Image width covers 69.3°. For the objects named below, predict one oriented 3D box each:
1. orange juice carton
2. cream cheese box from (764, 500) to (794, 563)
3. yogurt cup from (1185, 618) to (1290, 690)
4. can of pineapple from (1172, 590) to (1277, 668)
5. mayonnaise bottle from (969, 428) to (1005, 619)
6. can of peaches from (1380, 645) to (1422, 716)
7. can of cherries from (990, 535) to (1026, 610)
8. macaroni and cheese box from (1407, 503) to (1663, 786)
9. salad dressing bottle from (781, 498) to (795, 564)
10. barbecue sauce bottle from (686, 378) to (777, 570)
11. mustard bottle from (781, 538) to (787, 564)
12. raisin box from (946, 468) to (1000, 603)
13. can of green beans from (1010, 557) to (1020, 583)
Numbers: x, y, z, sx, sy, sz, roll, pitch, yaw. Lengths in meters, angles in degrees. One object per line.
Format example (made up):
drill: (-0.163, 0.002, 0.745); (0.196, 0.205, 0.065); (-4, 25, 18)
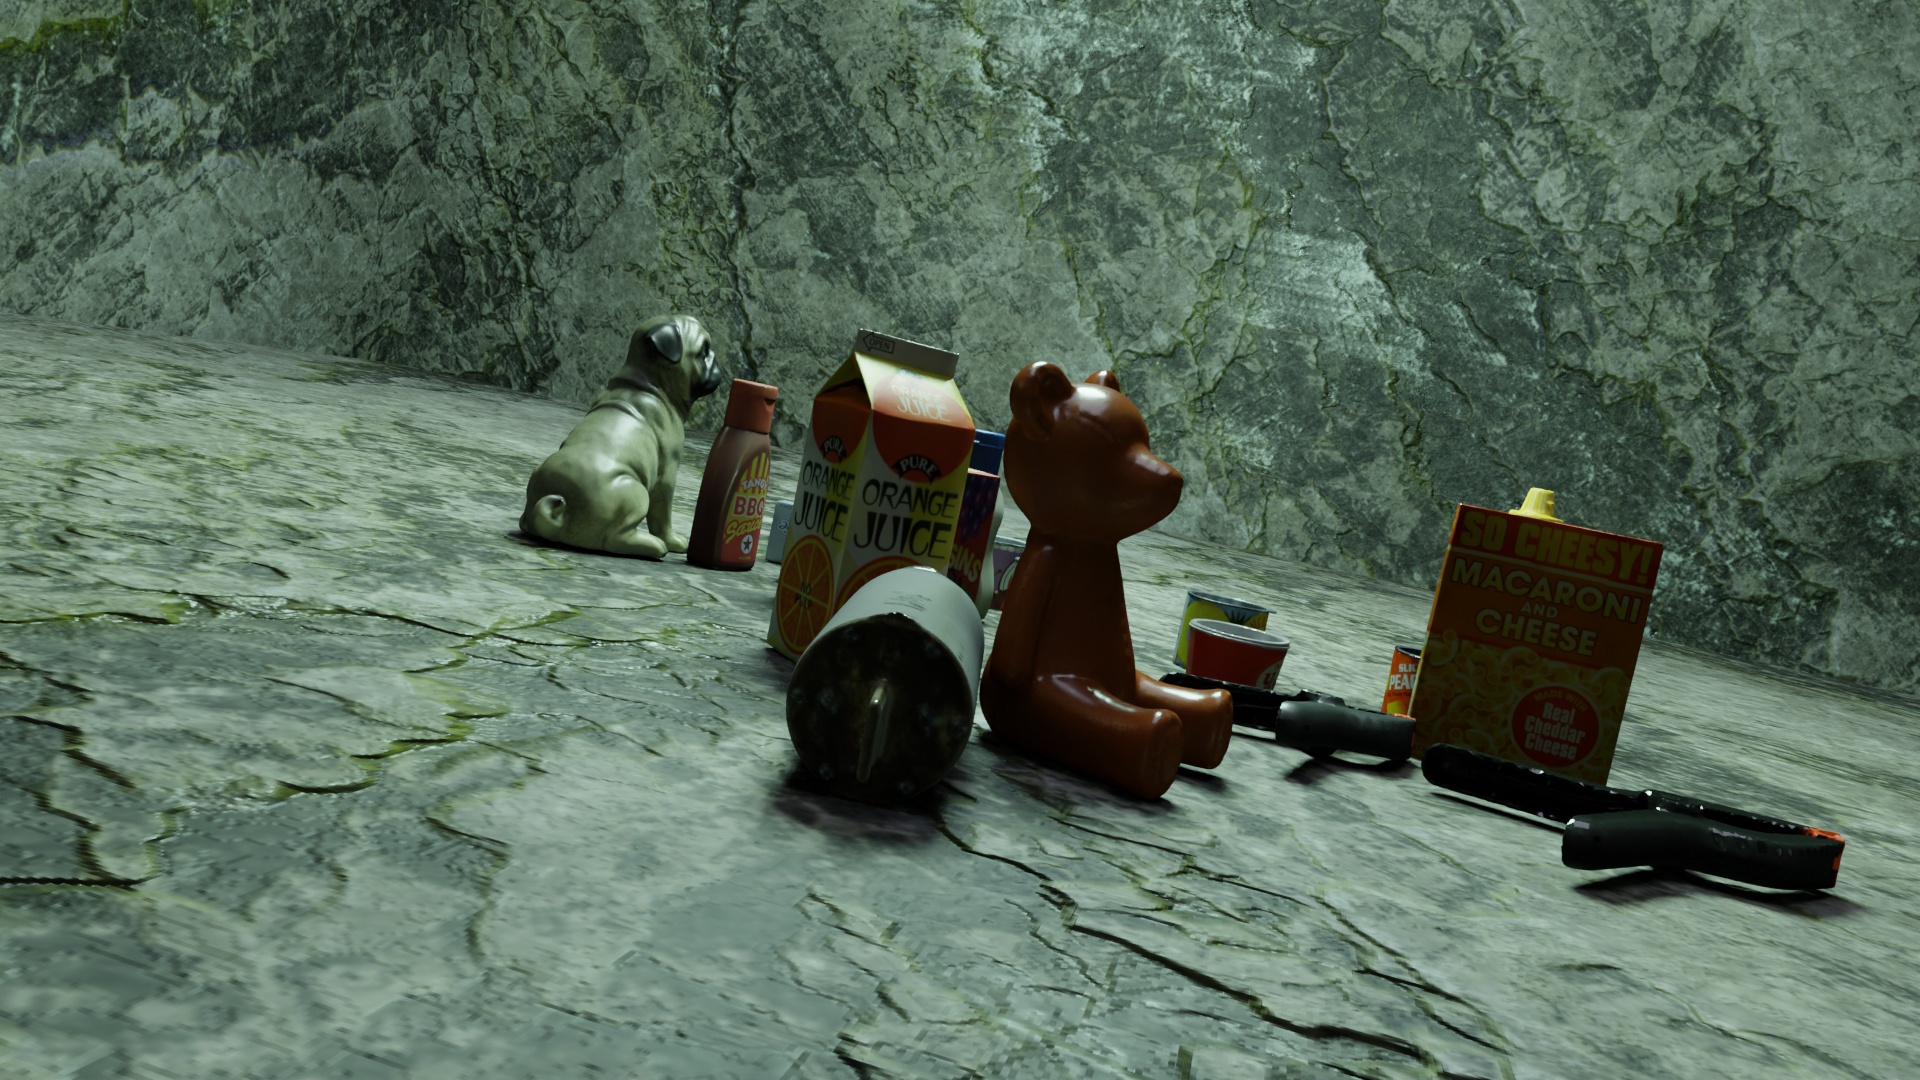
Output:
orange juice carton: (-0.048, -0.021, 0.799); (0.072, 0.192, 0.073); (9, 5, -34)
cream cheese box: (-0.111, 0.002, 1.189); (0.104, 0.053, 0.024); (12, 5, 6)
yogurt cup: (0.182, 0.086, 0.930); (0.072, 0.054, 0.072); (12, 5, -1)
can of pineapple: (0.205, 0.075, 1.085); (0.071, 0.057, 0.071); (12, 5, -1)
mayonnaise bottle: (0.004, -0.014, 1.090); (0.065, 0.148, 0.041); (13, 5, 21)
can of peaches: (0.333, 0.110, 0.983); (0.071, 0.058, 0.071); (12, 5, -1)
can of cherries: (0.028, 0.027, 1.206); (0.071, 0.058, 0.071); (12, 5, -1)
macaroni and cheese box: (0.361, 0.070, 0.886); (0.124, 0.166, 0.040); (13, 5, 18)
salad dressing bottle: (-0.105, -0.037, 1.102); (0.044, 0.147, 0.064); (14, 5, 22)
barbecue sauce bottle: (-0.177, -0.052, 1.099); (0.044, 0.148, 0.065); (14, 5, 24)
mustard bottle: (-0.091, -0.030, 0.985); (0.049, 0.160, 0.065); (10, 5, -21)
raisin box: (-0.023, 0.011, 0.894); (0.040, 0.123, 0.086); (15, 6, 35)
can of green beans: (0.069, 0.048, 1.068); (0.071, 0.057, 0.071); (12, 5, -1)
